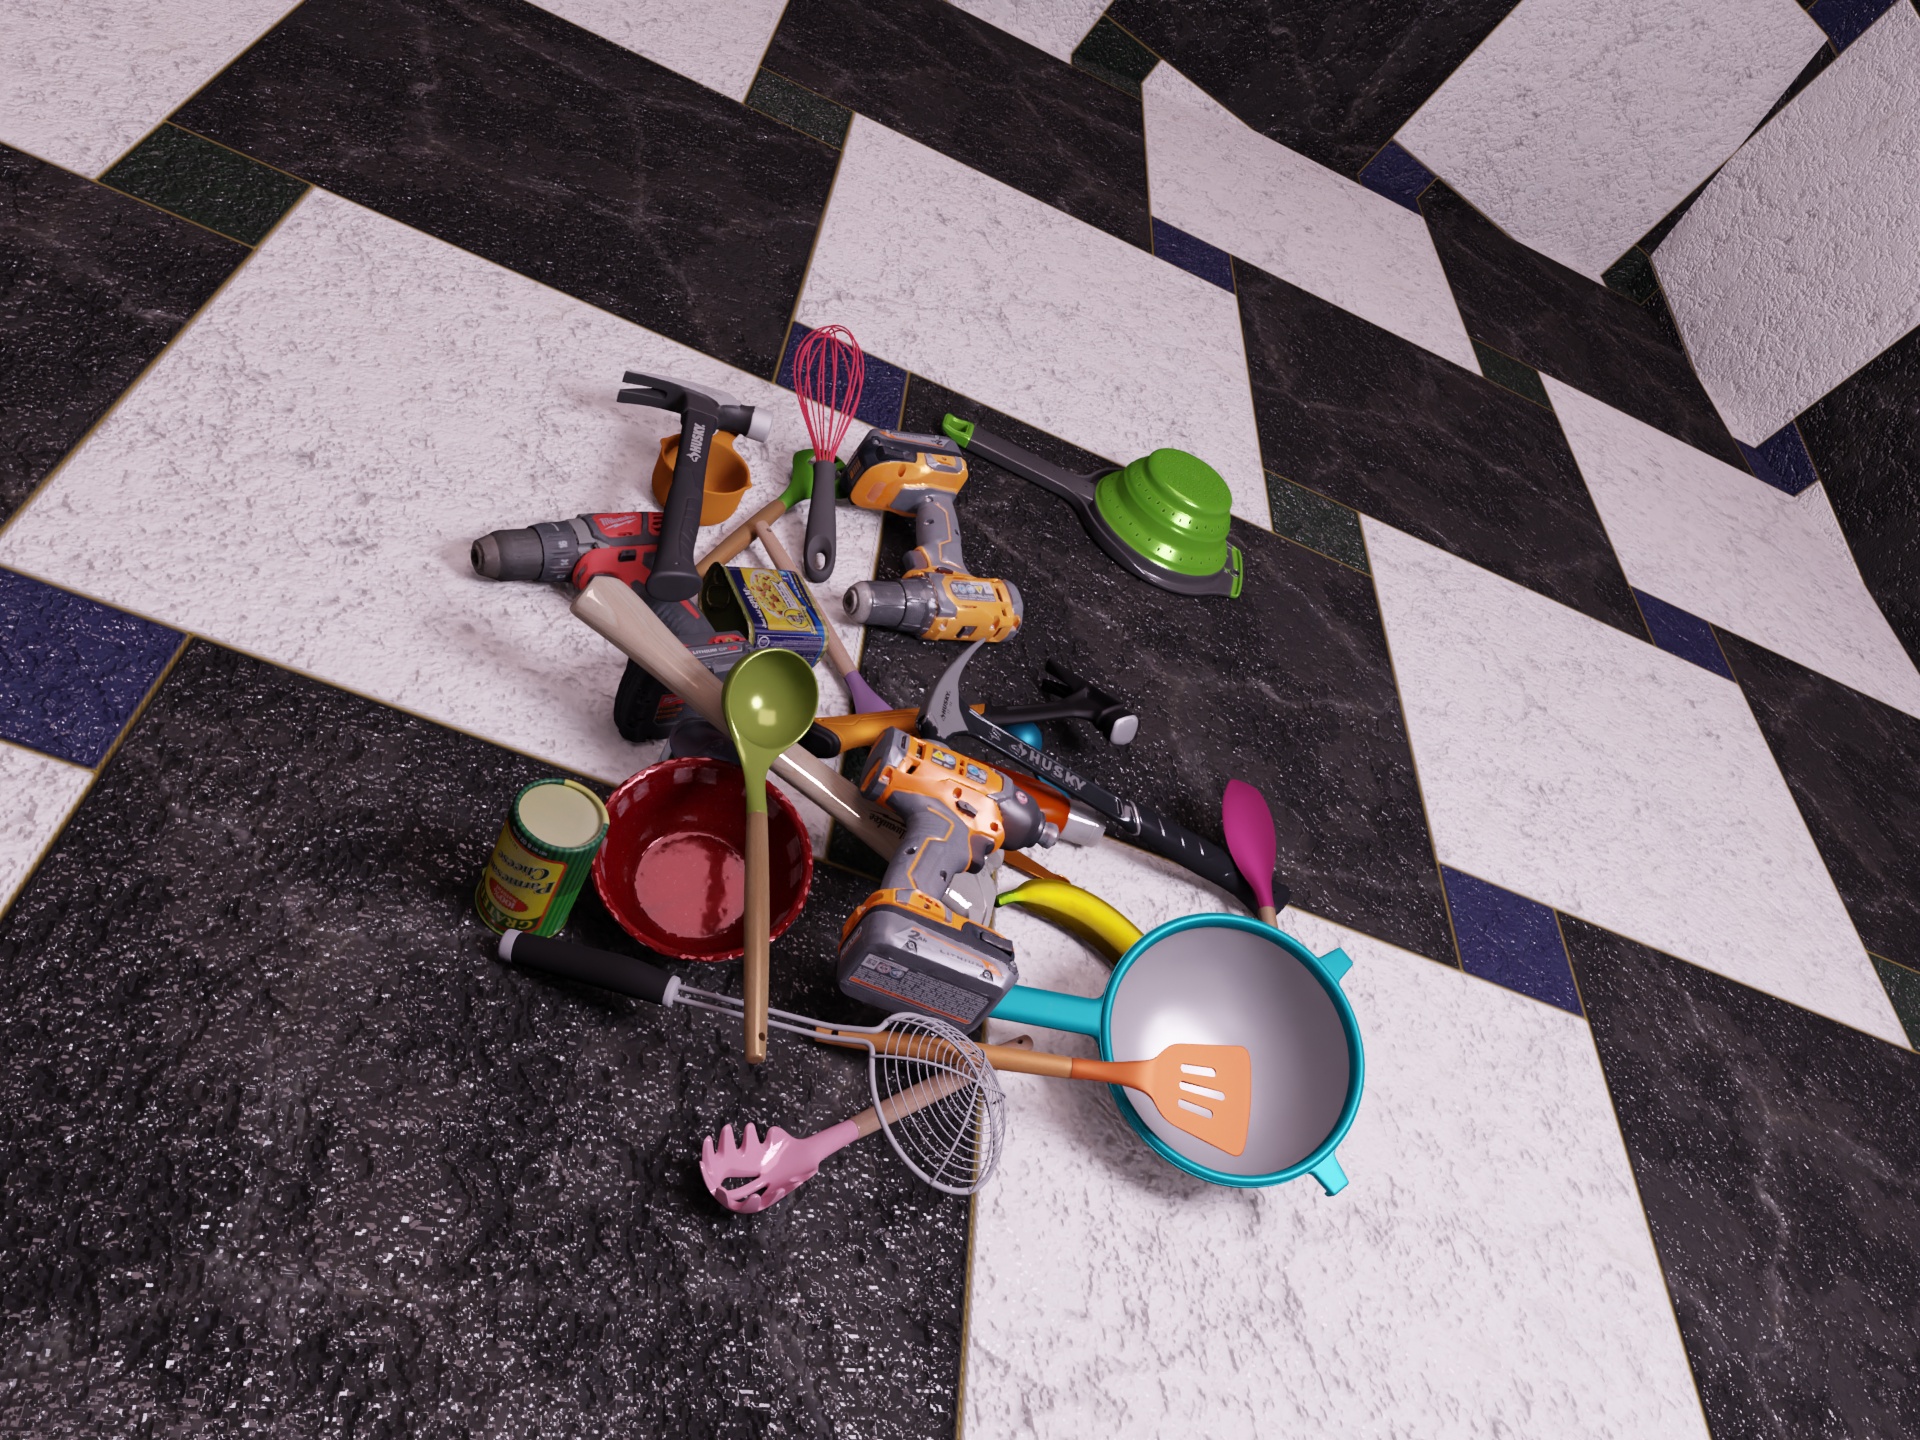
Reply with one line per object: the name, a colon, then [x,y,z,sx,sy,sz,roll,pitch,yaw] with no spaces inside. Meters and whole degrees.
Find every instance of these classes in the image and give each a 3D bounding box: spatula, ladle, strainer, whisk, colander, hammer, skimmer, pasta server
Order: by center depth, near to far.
skimmer: [-0.142,0.223,1.084,0.363,0.090,0.127,14,32,5]
ladle: [-0.134,0.084,1.108,0.078,0.062,0.320,27,43,-36]
pasta server: [-0.054,0.273,1.117,0.316,0.040,0.060,-15,46,-44]
spatula: [0.055,0.251,1.151,0.322,0.041,0.081,8,66,1]
strainer: [0.136,0.250,1.231,0.340,0.095,0.211,12,61,-5]
hammer: [-0.133,0.038,1.232,0.410,0.038,0.146,40,36,-16]
hammer: [0.135,0.073,1.396,0.408,0.036,0.149,30,51,-23]
hammer: [-0.247,-0.210,1.407,0.146,0.035,0.335,17,36,-15]
hammer: [-0.002,-0.005,1.417,0.336,0.034,0.127,-6,30,-38]
spatula: [-0.110,-0.061,1.444,0.059,0.018,0.316,-9,59,-46]
whisk: [-0.134,-0.268,1.575,0.073,0.073,0.296,12,64,-24]
colander: [0.172,-0.280,1.819,0.397,0.094,0.205,25,39,-9]

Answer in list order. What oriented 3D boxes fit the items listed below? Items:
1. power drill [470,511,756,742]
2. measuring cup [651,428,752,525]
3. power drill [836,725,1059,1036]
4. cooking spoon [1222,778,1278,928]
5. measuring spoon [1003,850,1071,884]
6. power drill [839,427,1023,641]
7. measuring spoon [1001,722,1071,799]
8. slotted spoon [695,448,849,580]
power drill: [-0.285,-0.090,1.322,0.187,0.080,0.227,-9,50,-37]
measuring cup: [-0.241,-0.250,1.543,0.095,0.052,0.174,27,37,-7]
power drill: [-0.003,0.117,1.188,0.164,0.084,0.227,23,41,-14]
cooking spoon: [0.273,0.189,1.399,0.068,0.017,0.319,21,50,-31]
measuring spoon: [0.043,0.120,1.372,0.117,0.011,0.021,28,39,1]
power drill: [-0.051,-0.177,1.562,0.185,0.084,0.226,0,58,-34]
measuring spoon: [0.081,0.044,1.466,0.042,0.021,0.129,-8,53,-39]
slotted spoon: [-0.186,-0.196,1.542,0.070,0.031,0.314,41,40,-2]
